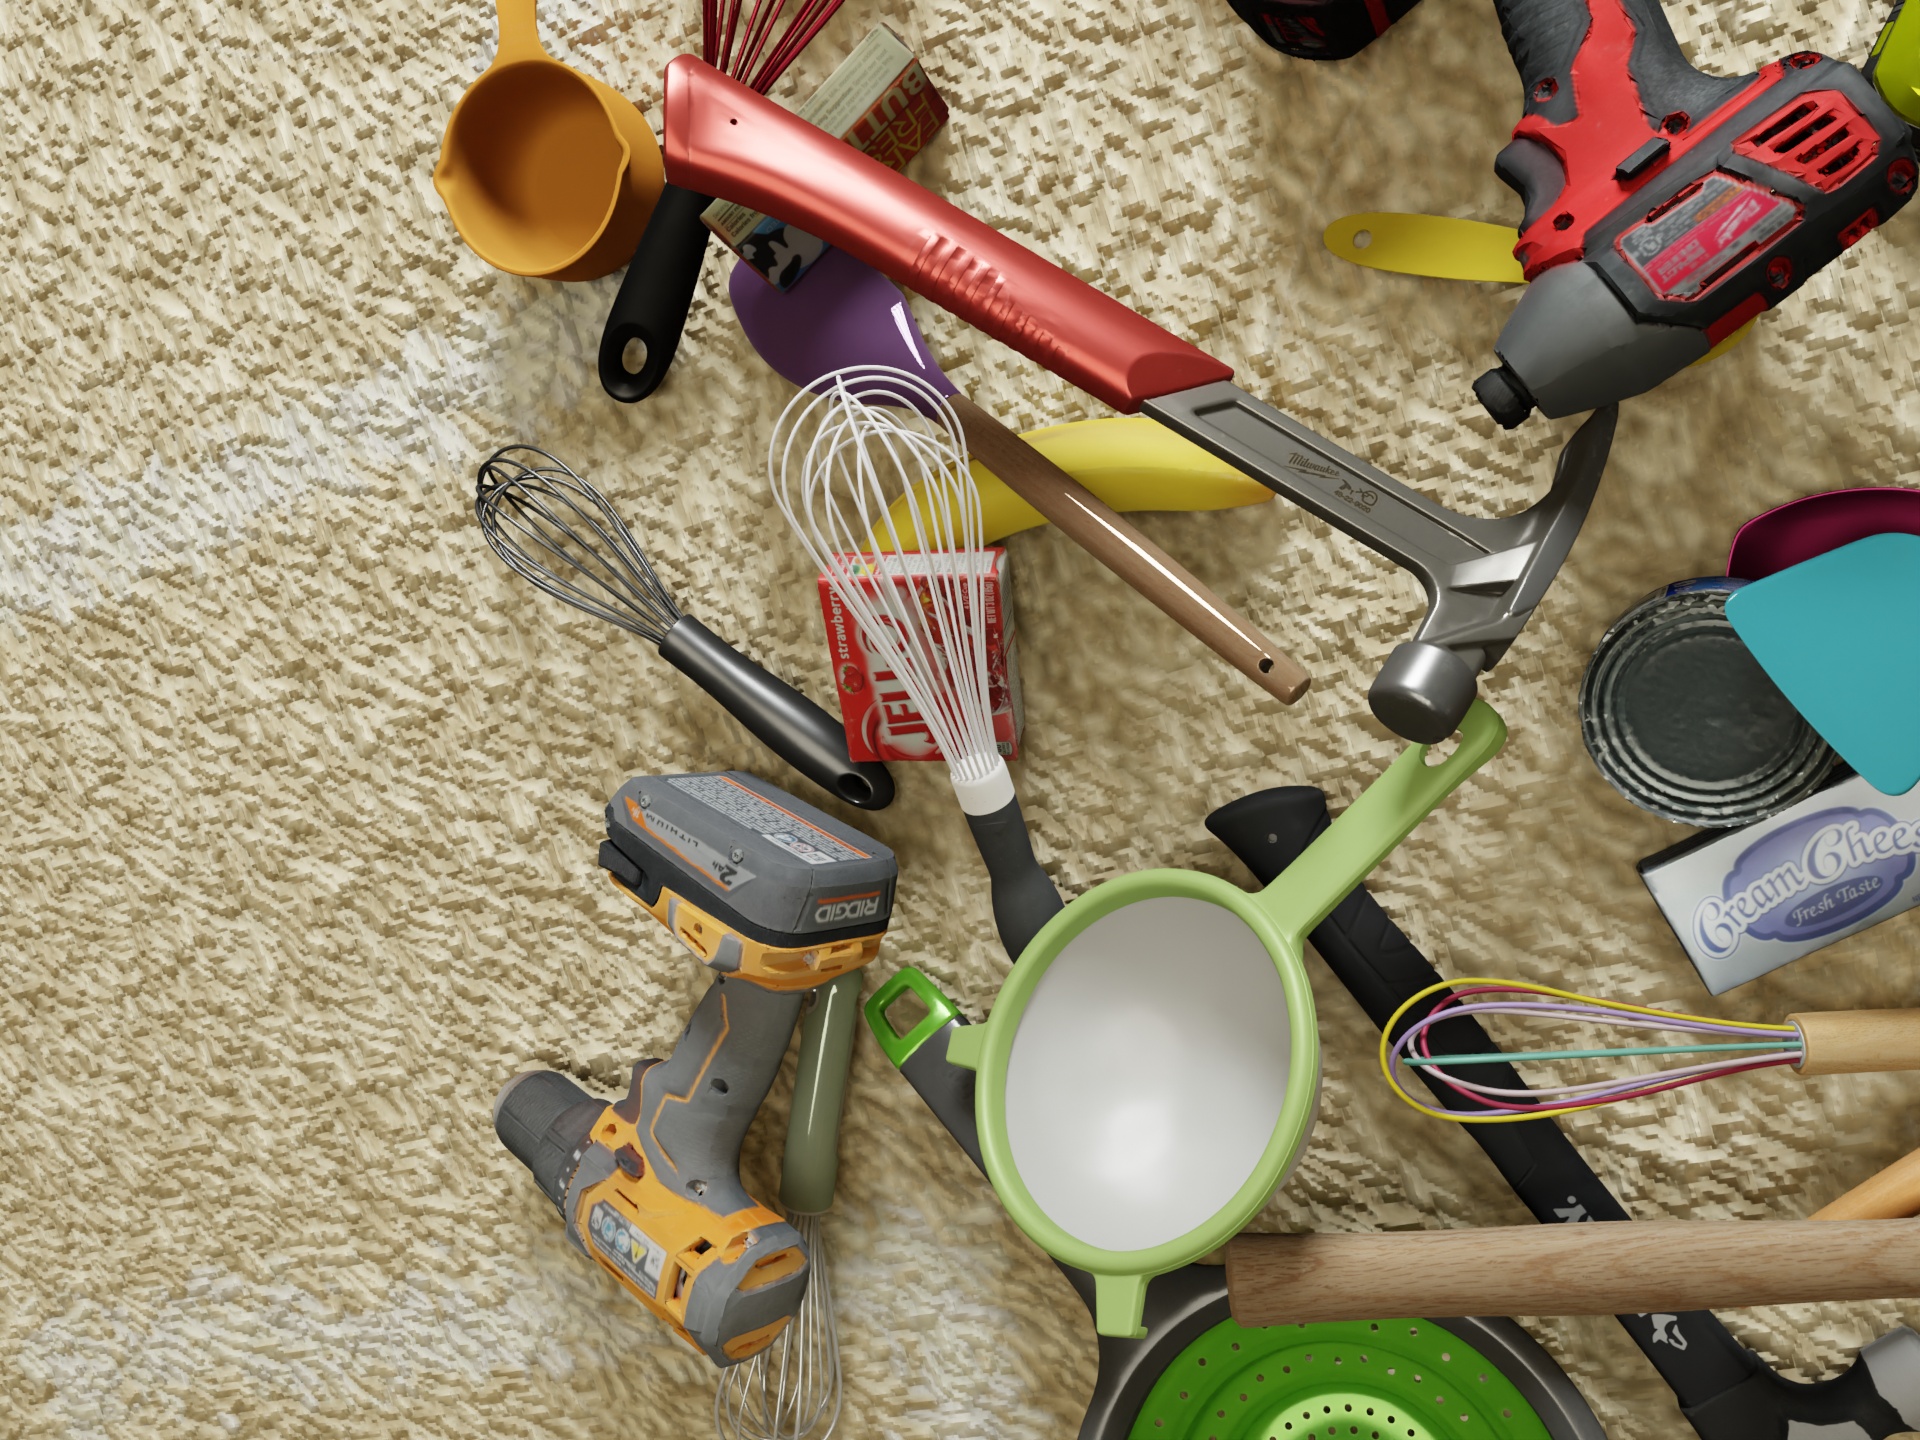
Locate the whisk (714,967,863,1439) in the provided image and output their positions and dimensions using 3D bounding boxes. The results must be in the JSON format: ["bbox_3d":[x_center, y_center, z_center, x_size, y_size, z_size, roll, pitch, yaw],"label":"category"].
[{"bbox_3d":[-0.070,0.226,0.721,0.059,0.058,0.246,7,98,-14],"label":"whisk"}]

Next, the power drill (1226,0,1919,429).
[{"bbox_3d":[0.187,-0.211,0.533,0.143,0.078,0.220,-39,77,20],"label":"power drill"}]

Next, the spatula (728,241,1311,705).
[{"bbox_3d":[0.011,-0.105,0.615,0.316,0.018,0.060,42,103,26],"label":"spatula"}]

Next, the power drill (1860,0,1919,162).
[{"bbox_3d":[0.330,-0.196,0.423,0.171,0.223,0.080,26,105,13],"label":"power drill"}]

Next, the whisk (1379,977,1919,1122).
[{"bbox_3d":[0.273,0.112,0.562,0.245,0.051,0.047,-3,66,4],"label":"whisk"}]

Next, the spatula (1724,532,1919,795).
[{"bbox_3d":[0.399,-0.098,0.498,0.317,0.044,0.082,-38,74,14],"label":"spatula"}]

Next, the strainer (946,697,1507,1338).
[{"bbox_3d":[0.117,0.099,0.595,0.256,0.069,0.152,-48,42,10],"label":"strainer"}]

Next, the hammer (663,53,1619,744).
[{"bbox_3d":[0.051,-0.142,0.567,0.359,0.036,0.149,32,70,6],"label":"hammer"}]

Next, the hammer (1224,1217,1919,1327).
[{"bbox_3d":[0.257,0.184,0.544,0.331,0.031,0.130,-7,107,14],"label":"hammer"}]

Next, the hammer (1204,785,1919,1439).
[{"bbox_3d":[0.210,0.162,0.618,0.146,0.035,0.335,-41,84,19],"label":"hammer"}]

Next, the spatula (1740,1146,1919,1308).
[{"bbox_3d":[0.391,0.101,0.529,0.081,0.041,0.322,42,110,-18],"label":"spatula"}]

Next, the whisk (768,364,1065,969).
[{"bbox_3d":[-0.002,-0.002,0.611,0.070,0.070,0.284,-8,121,20],"label":"whisk"}]

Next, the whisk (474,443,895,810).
[{"bbox_3d":[-0.122,-0.039,0.699,0.239,0.055,0.055,38,108,6],"label":"whisk"}]

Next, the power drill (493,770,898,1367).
[{"bbox_3d":[-0.127,0.137,0.697,0.185,0.084,0.226,24,106,37],"label":"power drill"}]

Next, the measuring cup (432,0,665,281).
[{"bbox_3d":[-0.173,-0.274,0.677,0.095,0.052,0.173,-1,96,19],"label":"measuring cup"}]

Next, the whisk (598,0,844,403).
[{"bbox_3d":[-0.089,-0.246,0.620,0.073,0.073,0.295,38,126,10],"label":"whisk"}]

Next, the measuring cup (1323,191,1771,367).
[{"bbox_3d":[0.210,-0.165,0.580,0.157,0.029,0.062,17,98,27],"label":"measuring cup"}]

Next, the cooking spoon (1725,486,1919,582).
[{"bbox_3d":[0.426,-0.036,0.523,0.319,0.017,0.068,6,98,18],"label":"cooking spoon"}]

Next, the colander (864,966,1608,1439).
[{"bbox_3d":[0.098,0.258,0.647,0.204,0.094,0.397,-42,64,-2],"label":"colander"}]
